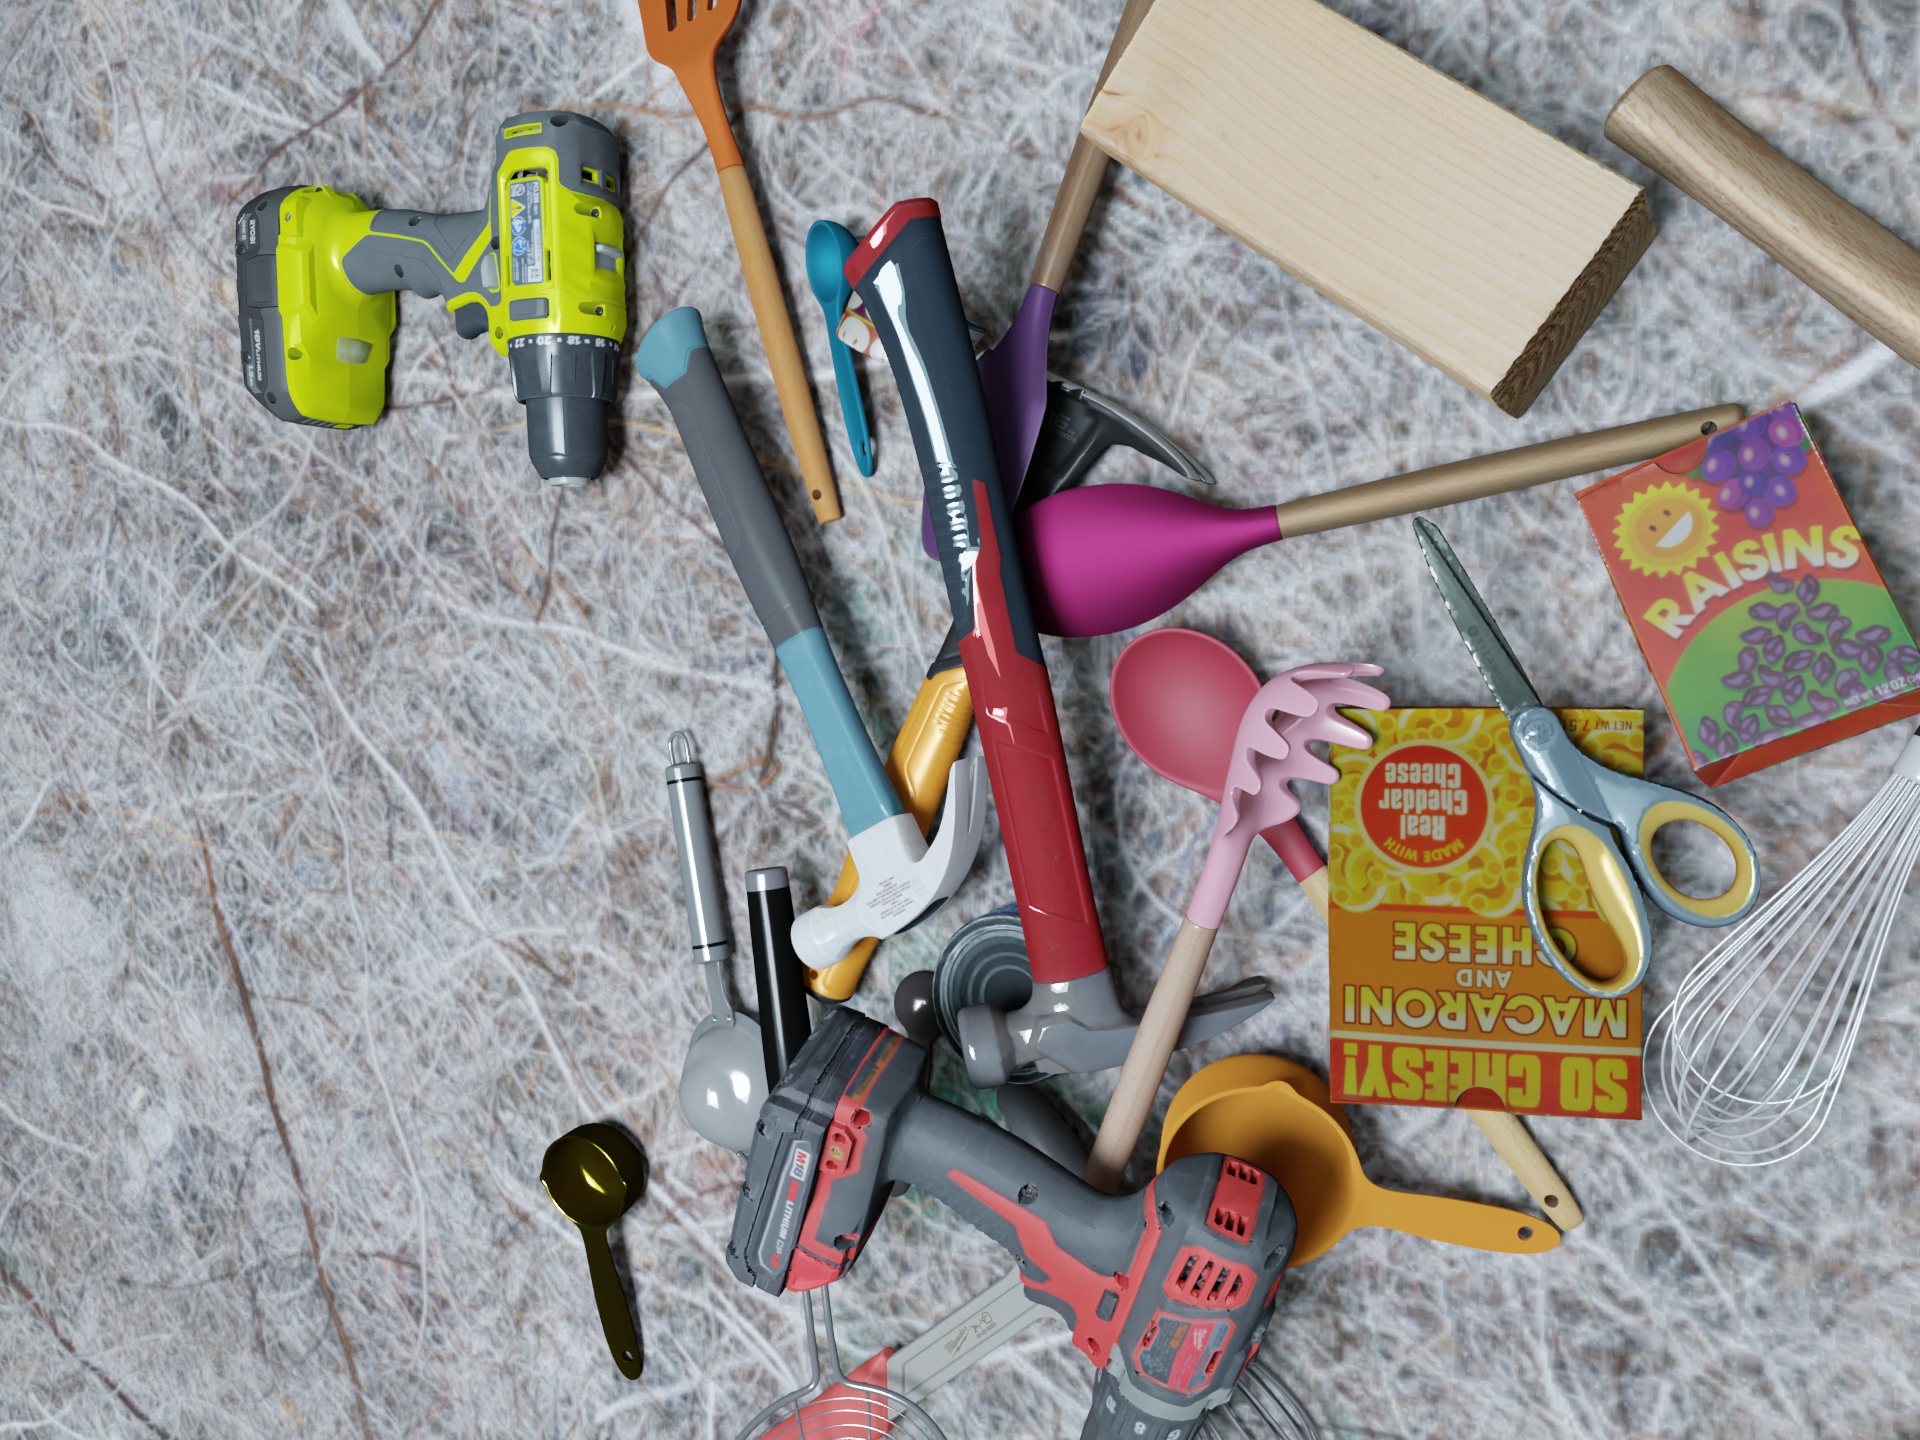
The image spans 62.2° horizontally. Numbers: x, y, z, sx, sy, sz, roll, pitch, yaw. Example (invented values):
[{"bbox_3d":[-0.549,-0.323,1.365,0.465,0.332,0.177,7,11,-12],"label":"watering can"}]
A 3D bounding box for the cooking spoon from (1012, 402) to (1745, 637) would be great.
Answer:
[{"bbox_3d":[0.162,-0.091,0.681,0.319,0.017,0.068,-11,104,18],"label":"cooking spoon"}]

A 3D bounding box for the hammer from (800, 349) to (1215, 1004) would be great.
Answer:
[{"bbox_3d":[-0.001,-0.002,0.782,0.127,0.034,0.336,31,107,22],"label":"hammer"}]

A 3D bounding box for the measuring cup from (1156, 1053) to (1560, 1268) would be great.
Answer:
[{"bbox_3d":[0.174,0.202,0.709,0.173,0.052,0.095,11,104,5],"label":"measuring cup"}]

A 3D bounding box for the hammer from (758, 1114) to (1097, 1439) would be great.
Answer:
[{"bbox_3d":[-0.068,0.363,0.842,0.359,0.036,0.149,-42,76,22],"label":"hammer"}]

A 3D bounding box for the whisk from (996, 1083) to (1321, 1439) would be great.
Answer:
[{"bbox_3d":[0.091,0.270,0.755,0.055,0.055,0.239,-45,70,22],"label":"whisk"}]

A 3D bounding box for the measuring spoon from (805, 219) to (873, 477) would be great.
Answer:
[{"bbox_3d":[-0.052,-0.188,0.803,0.042,0.021,0.128,5,108,62],"label":"measuring spoon"}]

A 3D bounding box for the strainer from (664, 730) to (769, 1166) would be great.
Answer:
[{"bbox_3d":[-0.136,0.133,0.857,0.087,0.050,0.258,-13,85,41],"label":"strainer"}]

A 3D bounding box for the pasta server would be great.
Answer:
[{"bbox_3d":[0.100,0.112,0.678,0.040,0.060,0.316,35,116,39],"label":"pasta server"}]

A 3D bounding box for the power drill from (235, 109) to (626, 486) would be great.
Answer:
[{"bbox_3d":[-0.286,-0.222,0.882,0.228,0.080,0.190,1,94,23],"label":"power drill"}]

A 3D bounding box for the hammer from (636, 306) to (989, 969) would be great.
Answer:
[{"bbox_3d":[-0.086,-0.052,0.786,0.128,0.033,0.331,-29,79,28],"label":"hammer"}]

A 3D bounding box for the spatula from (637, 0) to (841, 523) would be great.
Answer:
[{"bbox_3d":[-0.106,-0.259,0.821,0.081,0.041,0.322,-15,91,27],"label":"spatula"}]

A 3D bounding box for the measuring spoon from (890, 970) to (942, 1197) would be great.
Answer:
[{"bbox_3d":[-0.028,0.190,0.818,0.034,0.018,0.124,13,100,24],"label":"measuring spoon"}]

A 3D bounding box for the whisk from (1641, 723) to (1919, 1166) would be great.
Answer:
[{"bbox_3d":[0.352,0.046,0.604,0.070,0.070,0.284,31,102,21],"label":"whisk"}]

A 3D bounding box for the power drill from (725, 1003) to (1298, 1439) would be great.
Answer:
[{"bbox_3d":[0.017,0.241,0.697,0.227,0.080,0.187,20,119,10],"label":"power drill"}]

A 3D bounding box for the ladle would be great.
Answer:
[{"bbox_3d":[0.173,0.089,0.708,0.069,0.031,0.315,-40,78,26],"label":"ladle"}]

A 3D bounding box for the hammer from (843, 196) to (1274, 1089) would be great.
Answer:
[{"bbox_3d":[0.033,-0.033,0.697,0.143,0.038,0.386,-13,99,0],"label":"hammer"}]

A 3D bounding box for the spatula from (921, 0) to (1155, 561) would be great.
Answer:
[{"bbox_3d":[0.045,-0.221,0.726,0.060,0.018,0.316,23,95,40],"label":"spatula"}]

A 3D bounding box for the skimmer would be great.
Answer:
[{"bbox_3d":[-0.076,0.254,0.769,0.127,0.090,0.363,-7,88,1],"label":"skimmer"}]

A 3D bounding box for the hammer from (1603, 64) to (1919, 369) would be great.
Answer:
[{"bbox_3d":[0.368,-0.130,0.577,0.130,0.031,0.331,-40,70,-4],"label":"hammer"}]

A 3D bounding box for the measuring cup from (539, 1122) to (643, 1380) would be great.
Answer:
[{"bbox_3d":[-0.198,0.303,0.913,0.062,0.029,0.156,-3,104,26],"label":"measuring cup"}]
